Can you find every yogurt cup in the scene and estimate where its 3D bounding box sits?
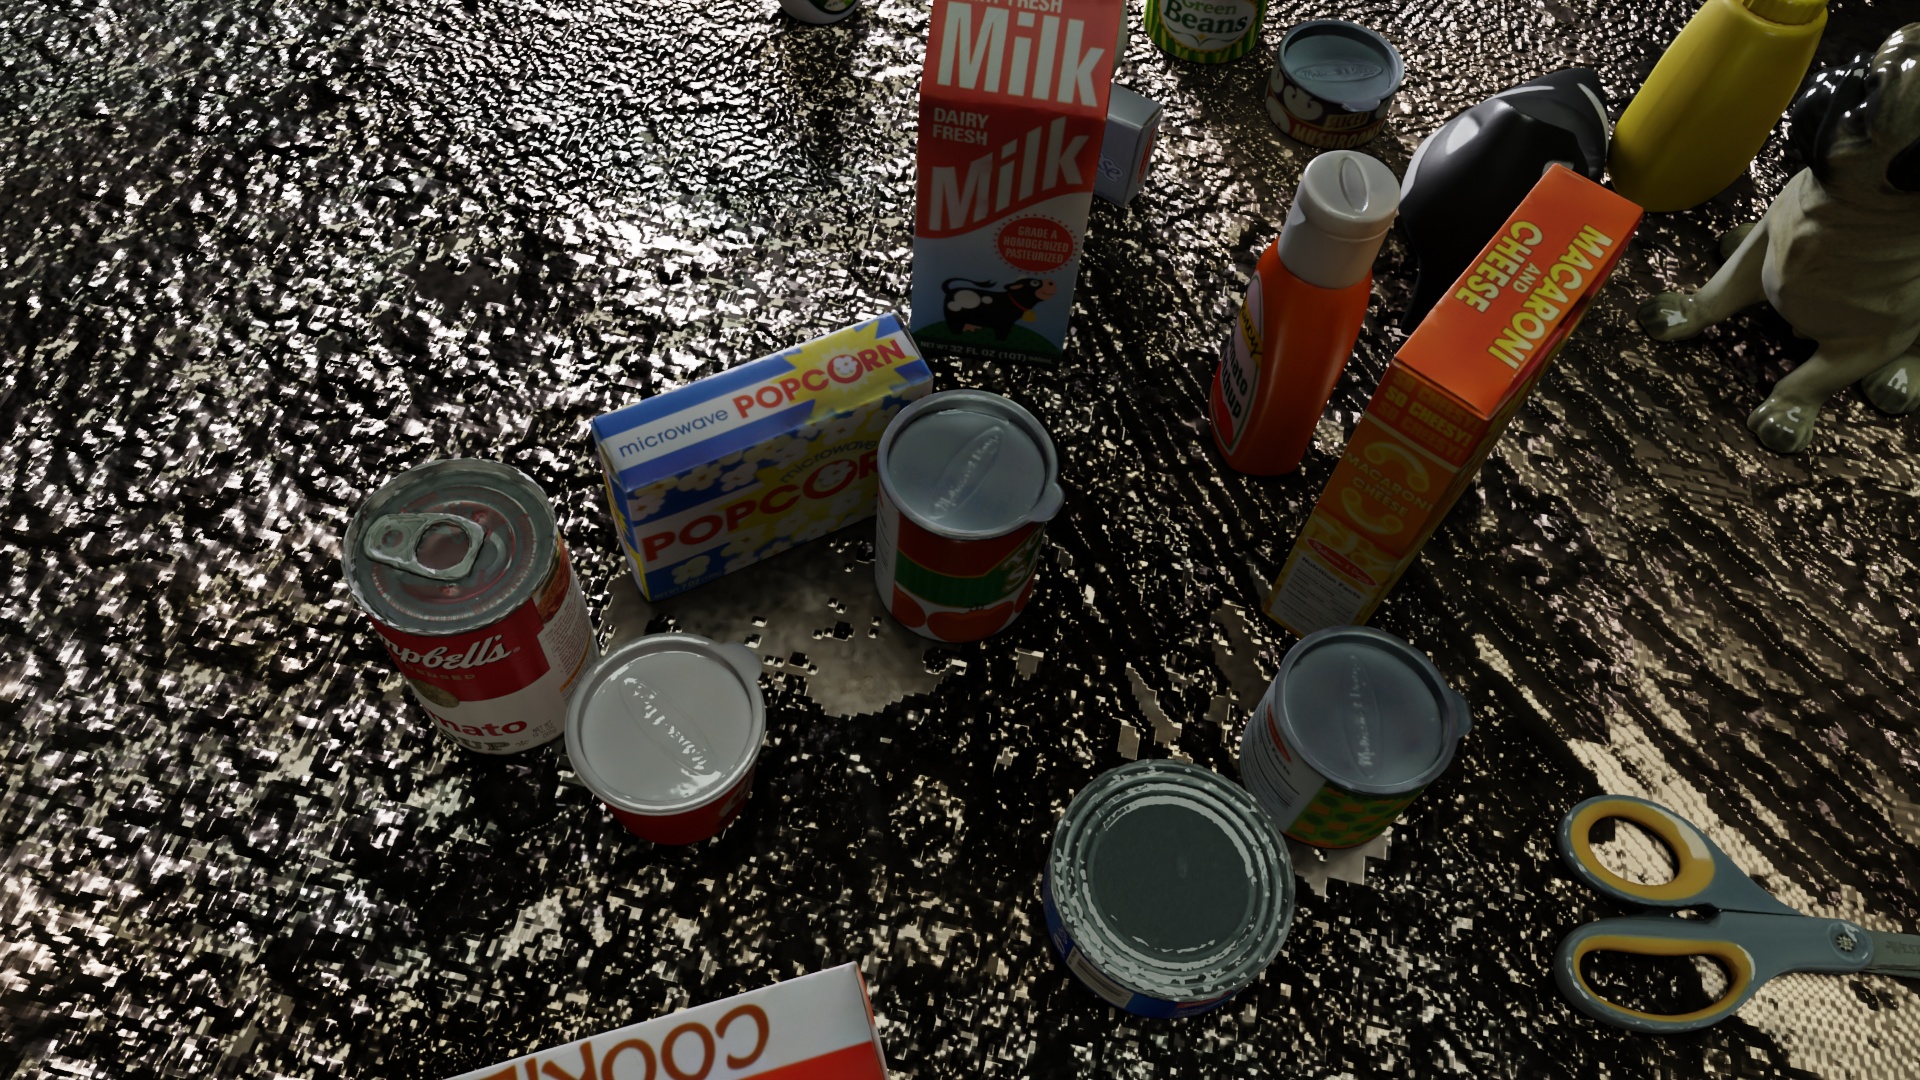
[{"bbox_3d":[-0.103,0.074,0.497,0.072,0.053,0.073,2,58,-3],"label":"yogurt cup"}]

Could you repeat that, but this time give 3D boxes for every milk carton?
[{"bbox_3d":[0.021,-0.162,0.575,0.072,0.189,0.074,8,58,1],"label":"milk carton"}]

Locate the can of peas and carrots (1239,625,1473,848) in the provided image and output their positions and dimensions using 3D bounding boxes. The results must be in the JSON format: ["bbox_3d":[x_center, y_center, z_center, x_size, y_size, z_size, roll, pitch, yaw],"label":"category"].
[{"bbox_3d":[0.144,0.074,0.516,0.071,0.058,0.071,2,58,-3],"label":"can of peas and carrots"}]

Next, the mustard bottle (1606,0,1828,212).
[{"bbox_3d":[0.371,-0.229,0.666,0.065,0.159,0.049,-9,60,-10],"label":"mustard bottle"}]

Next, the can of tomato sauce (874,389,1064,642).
[{"bbox_3d":[0.002,-0.007,0.540,0.071,0.082,0.071,2,58,-3],"label":"can of tomato sauce"}]

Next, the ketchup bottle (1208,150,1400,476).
[{"bbox_3d":[0.138,-0.091,0.566,0.043,0.148,0.065,1,58,-4],"label":"ketchup bottle"}]

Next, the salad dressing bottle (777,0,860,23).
[{"bbox_3d":[-0.073,-0.336,0.702,0.064,0.147,0.044,-37,68,-24],"label":"salad dressing bottle"}]

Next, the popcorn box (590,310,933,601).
[{"bbox_3d":[-0.075,-0.032,0.548,0.127,0.084,0.038,-23,63,-18],"label":"popcorn box"}]

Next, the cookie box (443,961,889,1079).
[{"bbox_3d":[-0.082,0.169,0.372,0.123,0.166,0.040,-13,60,-13],"label":"cookie box"}]

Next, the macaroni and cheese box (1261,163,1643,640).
[{"bbox_3d":[0.183,-0.042,0.529,0.040,0.165,0.124,36,62,16],"label":"macaroni and cheese box"}]

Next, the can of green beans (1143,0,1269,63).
[{"bbox_3d":[0.136,-0.302,0.752,0.071,0.057,0.071,2,58,-3],"label":"can of green beans"}]

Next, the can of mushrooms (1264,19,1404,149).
[{"bbox_3d":[0.196,-0.238,0.731,0.071,0.033,0.071,2,58,-3],"label":"can of mushrooms"}]

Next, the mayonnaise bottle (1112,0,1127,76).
[{"bbox_3d":[0.059,-0.294,0.687,0.065,0.147,0.041,30,61,14],"label":"mayonnaise bottle"}]

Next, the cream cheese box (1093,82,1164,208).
[{"bbox_3d":[0.046,-0.210,0.689,0.104,0.053,0.024,29,60,13],"label":"cream cheese box"}]
